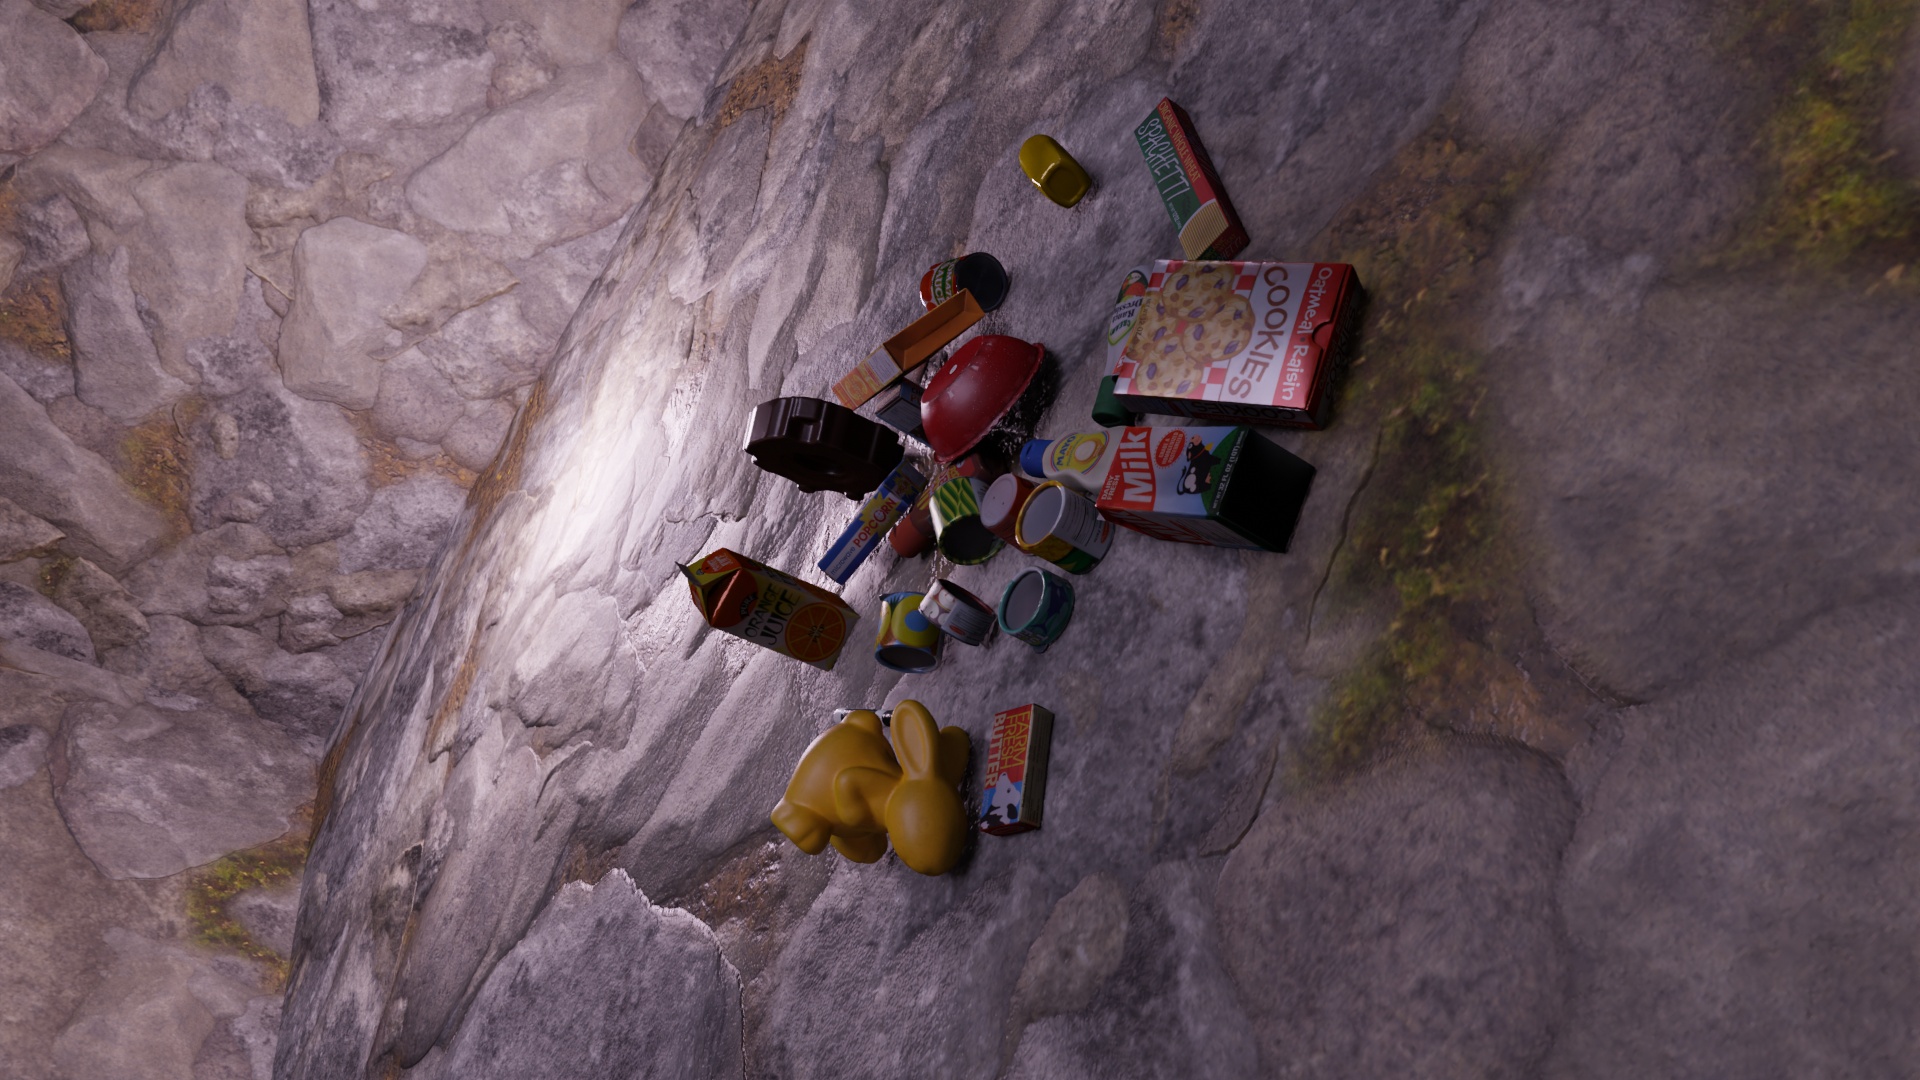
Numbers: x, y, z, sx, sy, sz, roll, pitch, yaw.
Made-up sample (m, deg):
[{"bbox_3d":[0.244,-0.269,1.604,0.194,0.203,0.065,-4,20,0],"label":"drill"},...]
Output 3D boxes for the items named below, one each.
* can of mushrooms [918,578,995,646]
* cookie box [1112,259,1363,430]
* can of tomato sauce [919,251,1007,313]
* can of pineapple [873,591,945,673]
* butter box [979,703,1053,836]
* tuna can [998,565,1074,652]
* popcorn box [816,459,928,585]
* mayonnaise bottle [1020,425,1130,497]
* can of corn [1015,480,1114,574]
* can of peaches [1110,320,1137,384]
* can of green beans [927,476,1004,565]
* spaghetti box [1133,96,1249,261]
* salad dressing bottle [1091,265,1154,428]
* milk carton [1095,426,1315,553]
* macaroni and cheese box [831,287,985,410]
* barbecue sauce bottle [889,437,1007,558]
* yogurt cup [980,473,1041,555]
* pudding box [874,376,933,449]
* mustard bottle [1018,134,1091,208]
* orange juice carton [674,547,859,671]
[{"bbox_3d":[-0.004,0.065,1.280,0.033,0.071,0.071,-58,30,9],"label":"can of mushrooms"},{"bbox_3d":[0.214,-0.155,1.081,0.167,0.040,0.123,10,75,37],"label":"cookie box"},{"bbox_3d":[0.001,-0.282,1.545,0.083,0.071,0.071,3,70,59],"label":"can of tomato sauce"},{"bbox_3d":[-0.049,0.088,1.330,0.070,0.071,0.058,-27,45,46],"label":"can of pineapple"},{"bbox_3d":[0.046,0.189,1.145,0.053,0.024,0.104,-25,47,47],"label":"butter box"},{"bbox_3d":[0.065,0.059,1.211,0.070,0.033,0.071,-38,38,37],"label":"tuna can"},{"bbox_3d":[-0.094,-0.019,1.484,0.126,0.038,0.085,-49,3,24],"label":"popcorn box"},{"bbox_3d":[0.107,-0.071,1.237,0.148,0.041,0.065,9,69,59],"label":"mayonnaise bottle"},{"bbox_3d":[0.088,-0.011,1.203,0.071,0.058,0.071,-38,38,37],"label":"can of corn"},{"bbox_3d":[0.168,-0.152,1.177,0.071,0.071,0.058,18,81,60],"label":"can of peaches"},{"bbox_3d":[0.006,-0.018,1.331,0.071,0.071,0.058,-48,33,25],"label":"can of green beans"},{"bbox_3d":[0.211,-0.335,1.297,0.050,0.028,0.251,-44,35,29],"label":"spaghetti box"},{"bbox_3d":[0.154,-0.172,1.243,0.064,0.044,0.148,-10,59,58],"label":"salad dressing bottle"},{"bbox_3d":[0.173,-0.042,1.079,0.190,0.073,0.072,6,73,59],"label":"milk carton"},{"bbox_3d":[-0.060,-0.206,1.522,0.124,0.040,0.166,-38,6,-26],"label":"macaroni and cheese box"},{"bbox_3d":[-0.014,-0.039,1.402,0.148,0.043,0.065,-44,30,31],"label":"barbecue sauce bottle"},{"bbox_3d":[0.055,-0.026,1.273,0.072,0.054,0.073,-38,38,38],"label":"yogurt cup"},{"bbox_3d":[-0.045,-0.135,1.488,0.049,0.083,0.030,-33,39,43],"label":"pudding box"},{"bbox_3d":[0.095,-0.408,1.509,0.048,0.065,0.161,-48,27,16],"label":"mustard bottle"},{"bbox_3d":[-0.213,0.067,1.482,0.073,0.192,0.072,-62,30,5],"label":"orange juice carton"}]
